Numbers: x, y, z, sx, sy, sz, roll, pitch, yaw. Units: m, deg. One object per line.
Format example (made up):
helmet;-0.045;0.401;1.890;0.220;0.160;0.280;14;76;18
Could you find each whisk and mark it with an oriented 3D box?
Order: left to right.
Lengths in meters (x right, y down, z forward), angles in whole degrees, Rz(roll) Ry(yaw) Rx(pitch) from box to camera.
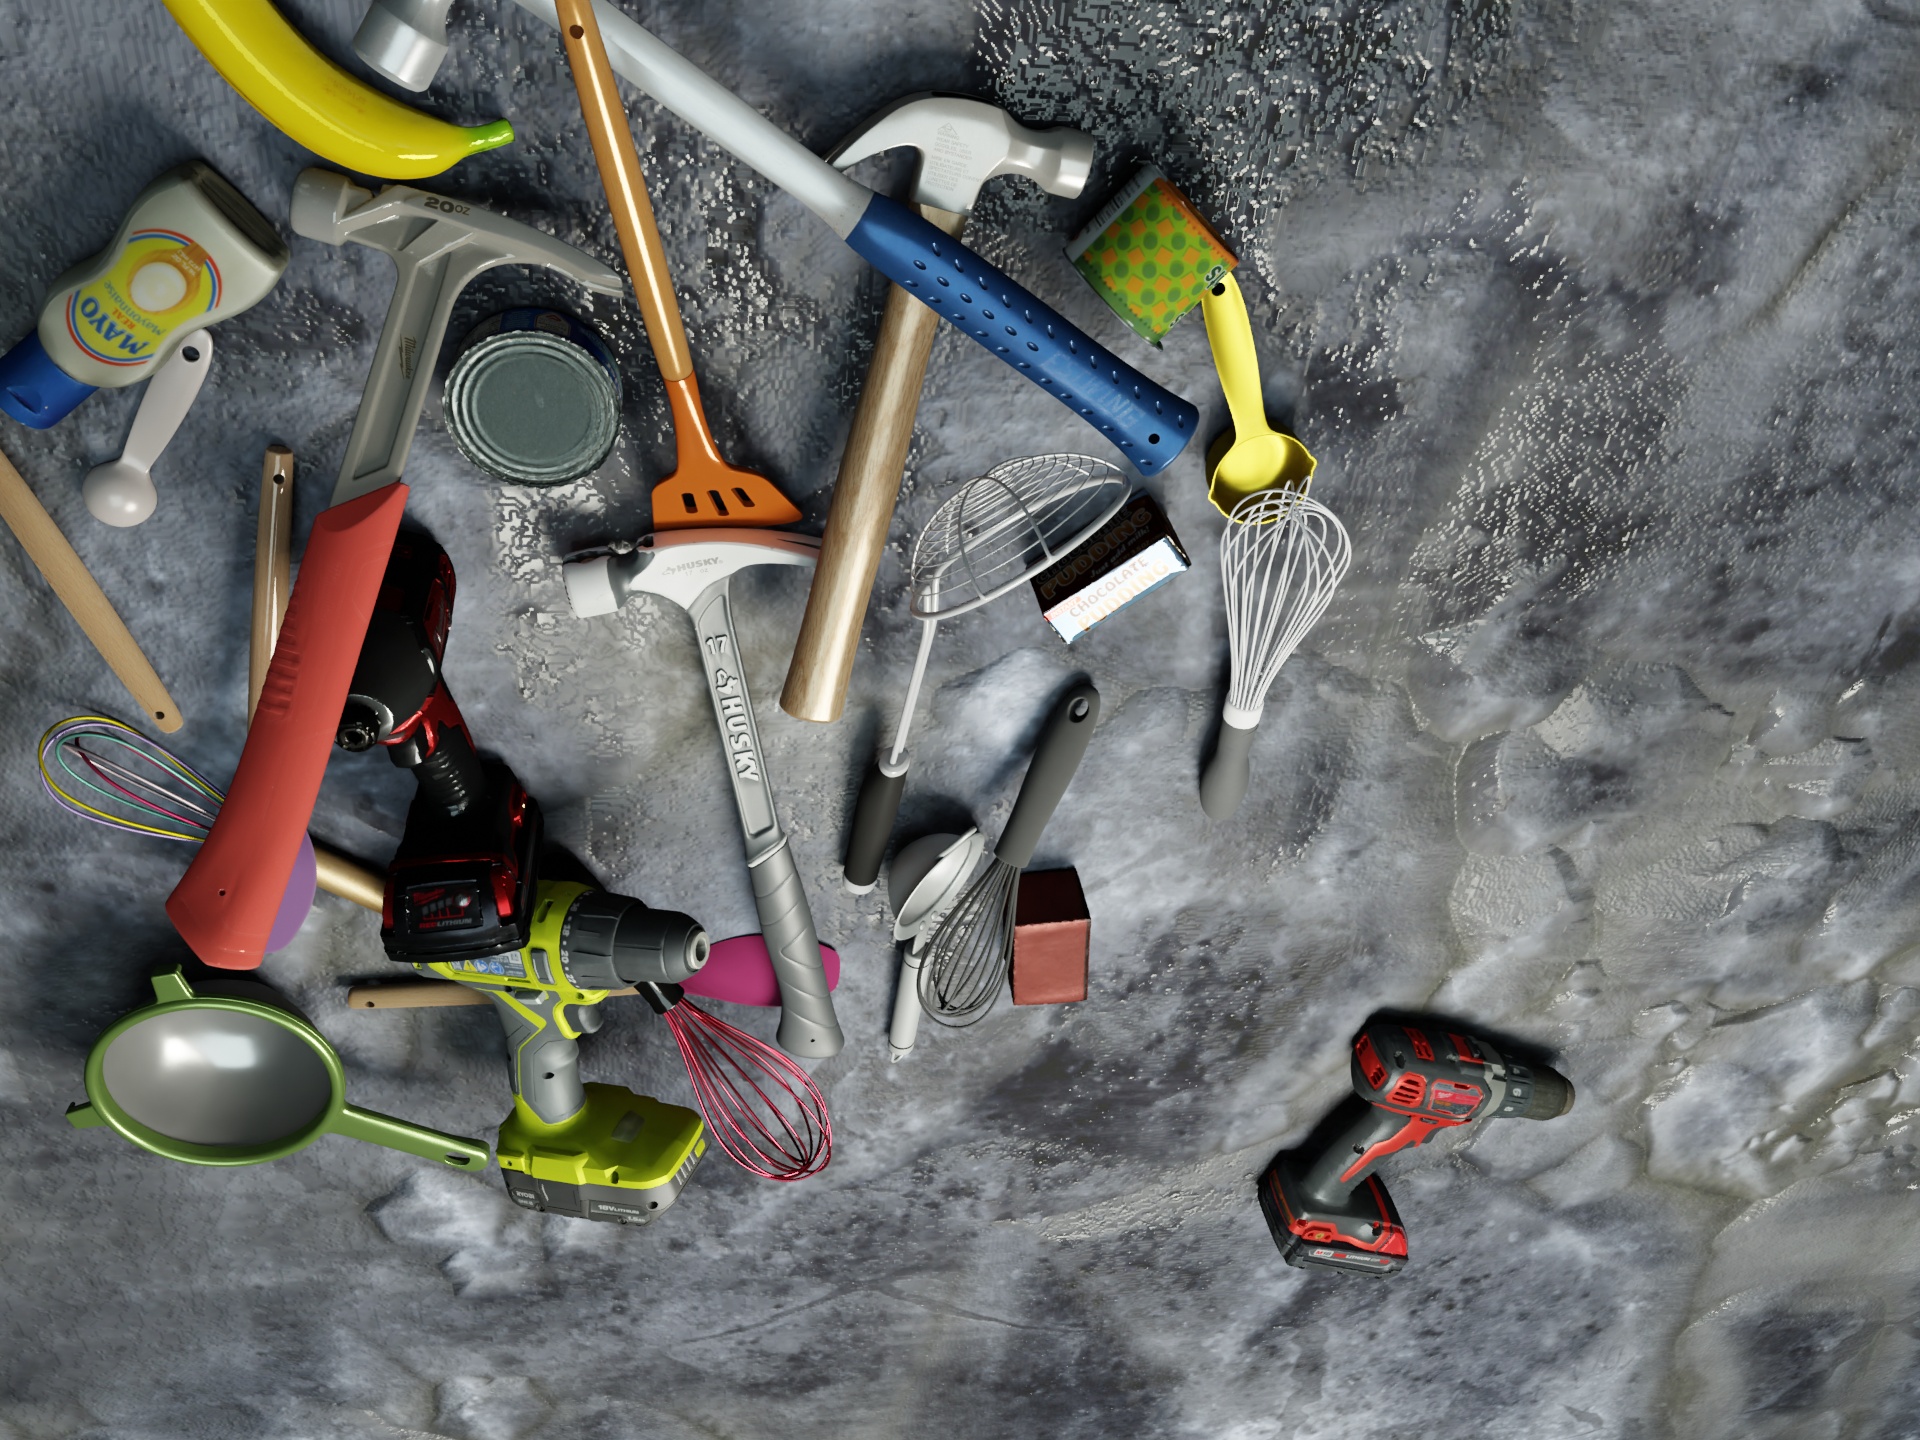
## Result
whisk;-0.412;0.064;0.929;0.051;0.047;0.244;-41;127;19
whisk;-0.177;0.196;1.037;0.073;0.073;0.295;-30;112;13
whisk;0.034;0.086;0.988;0.055;0.055;0.239;18;104;-22
whisk;0.170;-0.028;0.928;0.070;0.070;0.284;-5;141;-6

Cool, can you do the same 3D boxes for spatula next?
spatula;-0.473;-0.107;0.781;0.082;0.044;0.317;-17;129;-1
spatula;-0.378;0.000;0.870;0.059;0.018;0.315;-2;120;-30
spatula;-0.136;-0.185;0.730;0.081;0.041;0.322;-6;143;1

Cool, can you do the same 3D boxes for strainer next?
strainer;-0.424;0.231;1.034;0.256;0.069;0.151;27;116;-28
strainer;-0.030;0.150;1.060;0.087;0.050;0.258;-36;149;-40

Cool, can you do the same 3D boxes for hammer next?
hammer;-0.273;-0.062;0.725;0.149;0.037;0.359;16;88;-9
hammer;-0.117;0.061;0.969;0.149;0.036;0.408;-12;127;-5
hammer;-0.051;-0.239;0.717;0.405;0.035;0.144;31;110;-22
hammer;-0.043;-0.147;0.807;0.130;0.031;0.331;11;116;-14

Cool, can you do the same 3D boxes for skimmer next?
skimmer;-0.001;-0.003;0.896;0.090;0.127;0.363;29;136;11

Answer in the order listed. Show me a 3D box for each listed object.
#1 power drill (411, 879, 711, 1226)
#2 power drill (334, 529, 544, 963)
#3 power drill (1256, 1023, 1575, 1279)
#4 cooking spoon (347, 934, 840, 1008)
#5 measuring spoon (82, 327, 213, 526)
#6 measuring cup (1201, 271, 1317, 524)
power drill;-0.230;0.199;0.984;0.190;0.080;0.228;3;119;19
power drill;-0.288;0.023;0.853;0.078;0.143;0.219;-6;130;-3
power drill;0.357;0.336;1.252;0.187;0.080;0.226;14;121;-20
cooking spoon;-0.239;0.176;1.056;0.319;0.017;0.068;-1;127;-10
measuring spoon;-0.399;-0.142;0.783;0.034;0.018;0.124;27;118;-27
measuring cup;0.148;-0.176;0.849;0.062;0.029;0.156;-18;126;4
